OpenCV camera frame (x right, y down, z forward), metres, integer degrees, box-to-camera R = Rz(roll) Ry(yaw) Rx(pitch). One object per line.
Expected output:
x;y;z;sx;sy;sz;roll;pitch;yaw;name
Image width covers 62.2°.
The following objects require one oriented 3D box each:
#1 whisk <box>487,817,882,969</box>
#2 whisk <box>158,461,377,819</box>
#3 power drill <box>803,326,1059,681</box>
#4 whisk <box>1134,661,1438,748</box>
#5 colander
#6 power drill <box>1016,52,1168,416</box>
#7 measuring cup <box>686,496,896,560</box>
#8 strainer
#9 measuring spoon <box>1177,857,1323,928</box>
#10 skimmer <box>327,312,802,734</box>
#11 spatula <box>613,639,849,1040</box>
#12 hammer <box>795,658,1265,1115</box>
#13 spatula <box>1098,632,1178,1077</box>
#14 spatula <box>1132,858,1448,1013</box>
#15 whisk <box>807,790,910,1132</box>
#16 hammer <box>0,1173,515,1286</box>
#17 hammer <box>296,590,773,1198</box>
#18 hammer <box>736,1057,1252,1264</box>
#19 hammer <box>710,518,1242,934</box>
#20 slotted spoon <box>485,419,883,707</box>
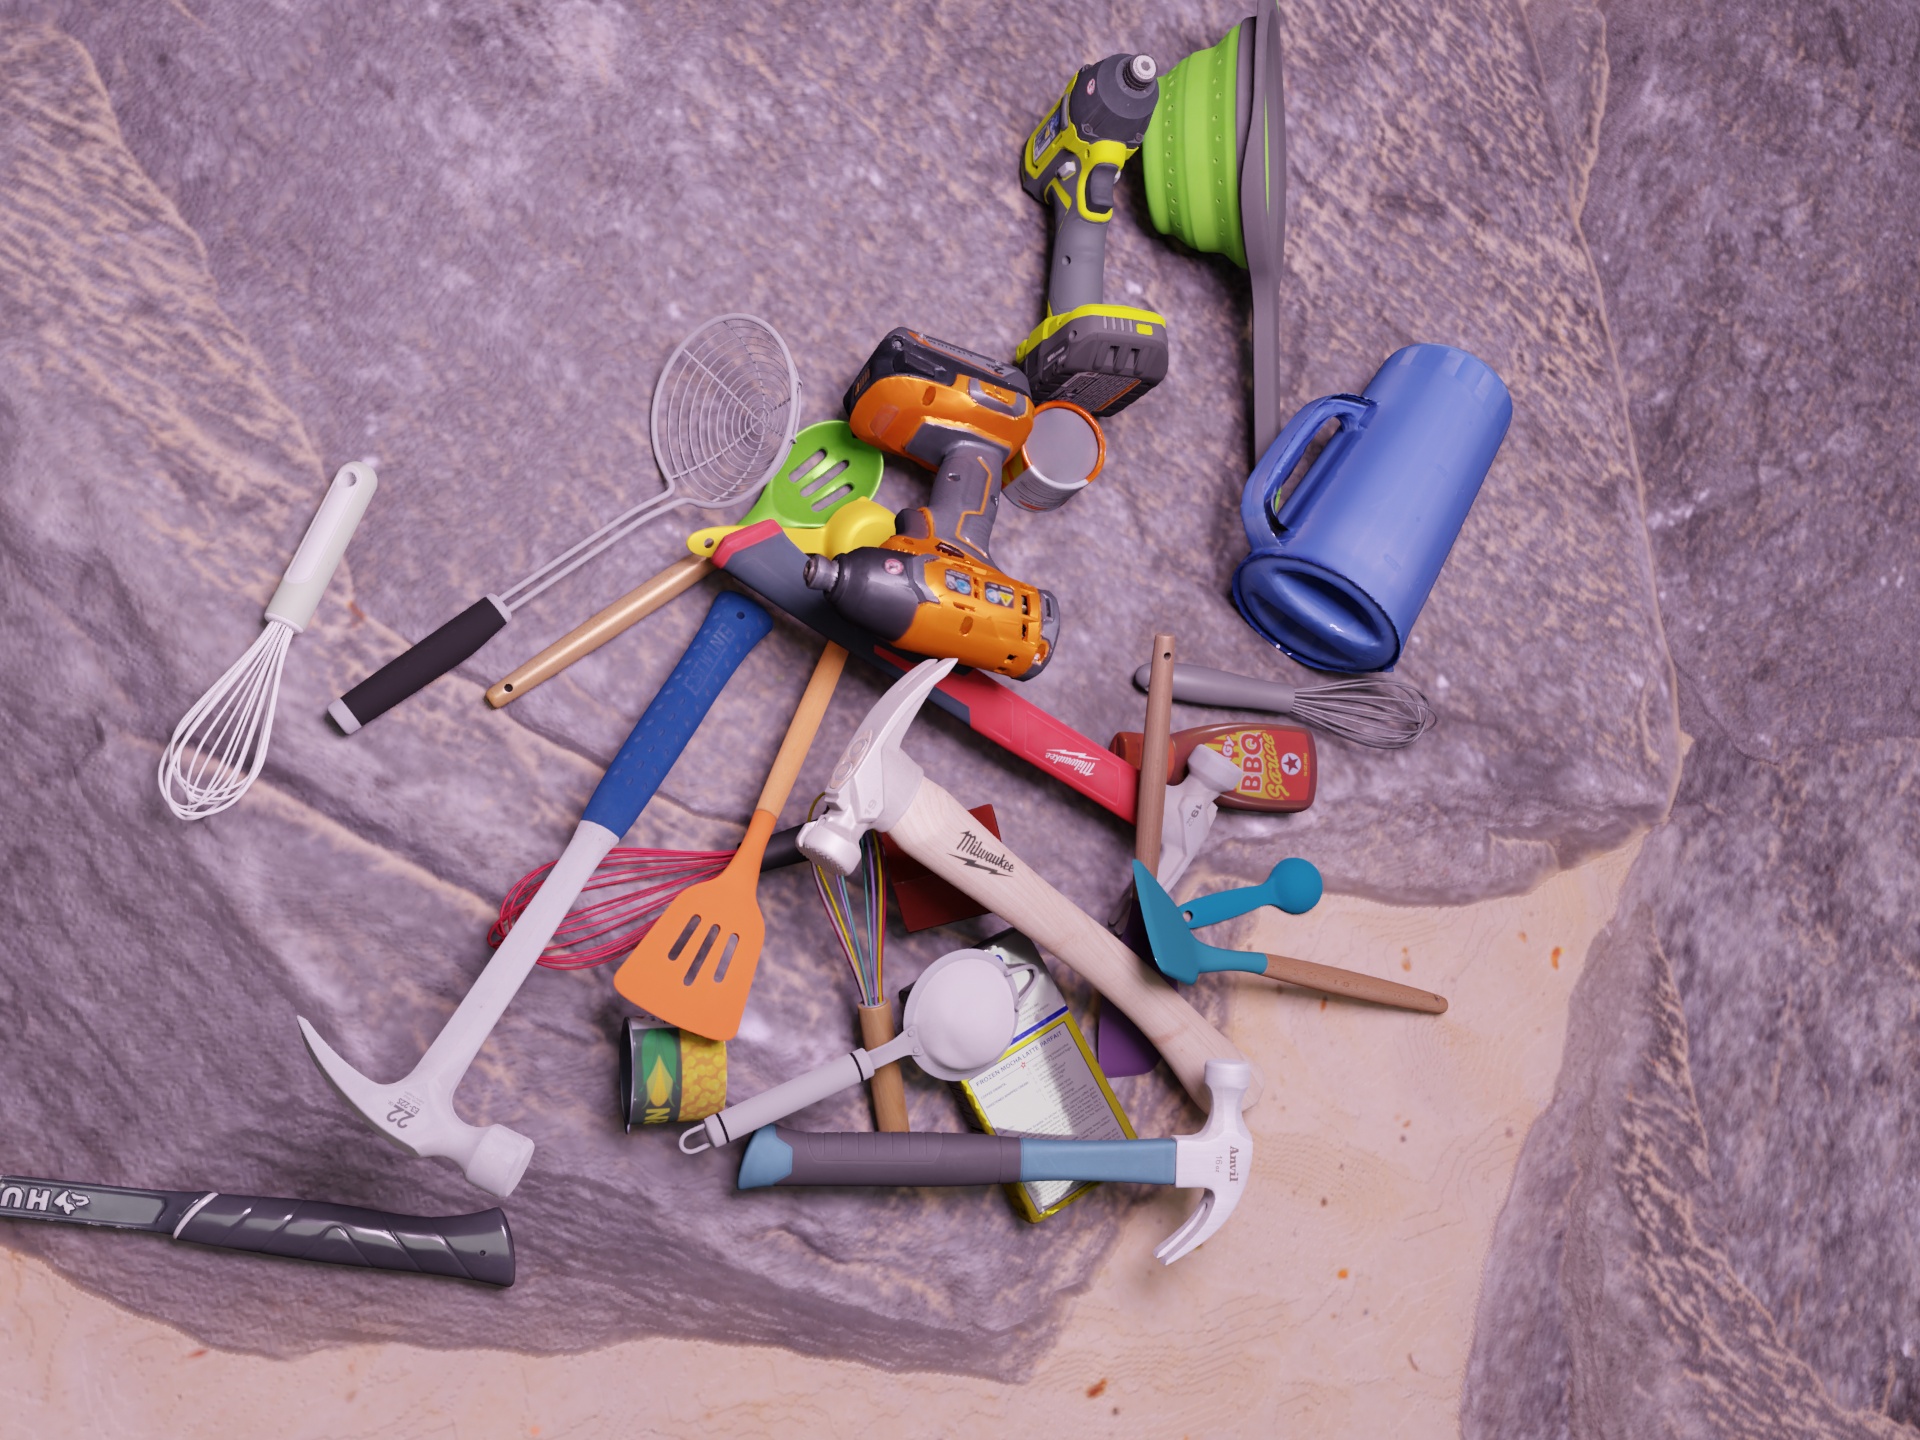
-0.157;0.095;1.023;0.295;0.073;0.073;-15;86;-25;whisk
-0.417;-0.053;0.969;0.058;0.059;0.246;15;71;13;whisk
-0.023;-0.141;1.026;0.164;0.084;0.227;14;55;-25;power drill
0.242;-0.016;1.176;0.239;0.055;0.055;8;79;-13;whisk
0.189;-0.339;1.185;0.094;0.204;0.397;0;98;16;colander
0.094;-0.340;1.117;0.080;0.171;0.223;3;84;-18;power drill
-0.106;-0.117;1.064;0.156;0.029;0.062;-5;111;-31;measuring cup
-0.054;0.214;0.995;0.258;0.050;0.087;-21;105;-18;strainer
0.210;0.130;1.153;0.128;0.021;0.042;-13;85;-21;measuring spoon
-0.253;-0.124;1.009;0.363;0.090;0.127;-39;60;-17;skimmer
-0.120;0.045;1.018;0.081;0.041;0.323;28;55;-11;spatula
0.076;0.131;1.029;0.410;0.038;0.146;42;68;-29;hammer
0.128;0.096;1.078;0.059;0.018;0.315;-3;105;-18;spatula
0.236;0.171;1.110;0.317;0.044;0.082;16;46;-30;spatula
-0.062;0.161;1.030;0.047;0.051;0.245;-8;101;3;whisk
-0.459;0.285;0.905;0.408;0.036;0.149;13;79;-16;hammer
-0.227;0.071;0.951;0.144;0.035;0.406;27;55;1;hammer
0.024;0.280;1.019;0.331;0.033;0.128;2;84;-7;hammer
-0.002;-0.003;1.064;0.386;0.038;0.143;31;96;-14;hammer
-0.182;-0.102;1.063;0.314;0.031;0.070;-37;93;-18;slotted spoon
